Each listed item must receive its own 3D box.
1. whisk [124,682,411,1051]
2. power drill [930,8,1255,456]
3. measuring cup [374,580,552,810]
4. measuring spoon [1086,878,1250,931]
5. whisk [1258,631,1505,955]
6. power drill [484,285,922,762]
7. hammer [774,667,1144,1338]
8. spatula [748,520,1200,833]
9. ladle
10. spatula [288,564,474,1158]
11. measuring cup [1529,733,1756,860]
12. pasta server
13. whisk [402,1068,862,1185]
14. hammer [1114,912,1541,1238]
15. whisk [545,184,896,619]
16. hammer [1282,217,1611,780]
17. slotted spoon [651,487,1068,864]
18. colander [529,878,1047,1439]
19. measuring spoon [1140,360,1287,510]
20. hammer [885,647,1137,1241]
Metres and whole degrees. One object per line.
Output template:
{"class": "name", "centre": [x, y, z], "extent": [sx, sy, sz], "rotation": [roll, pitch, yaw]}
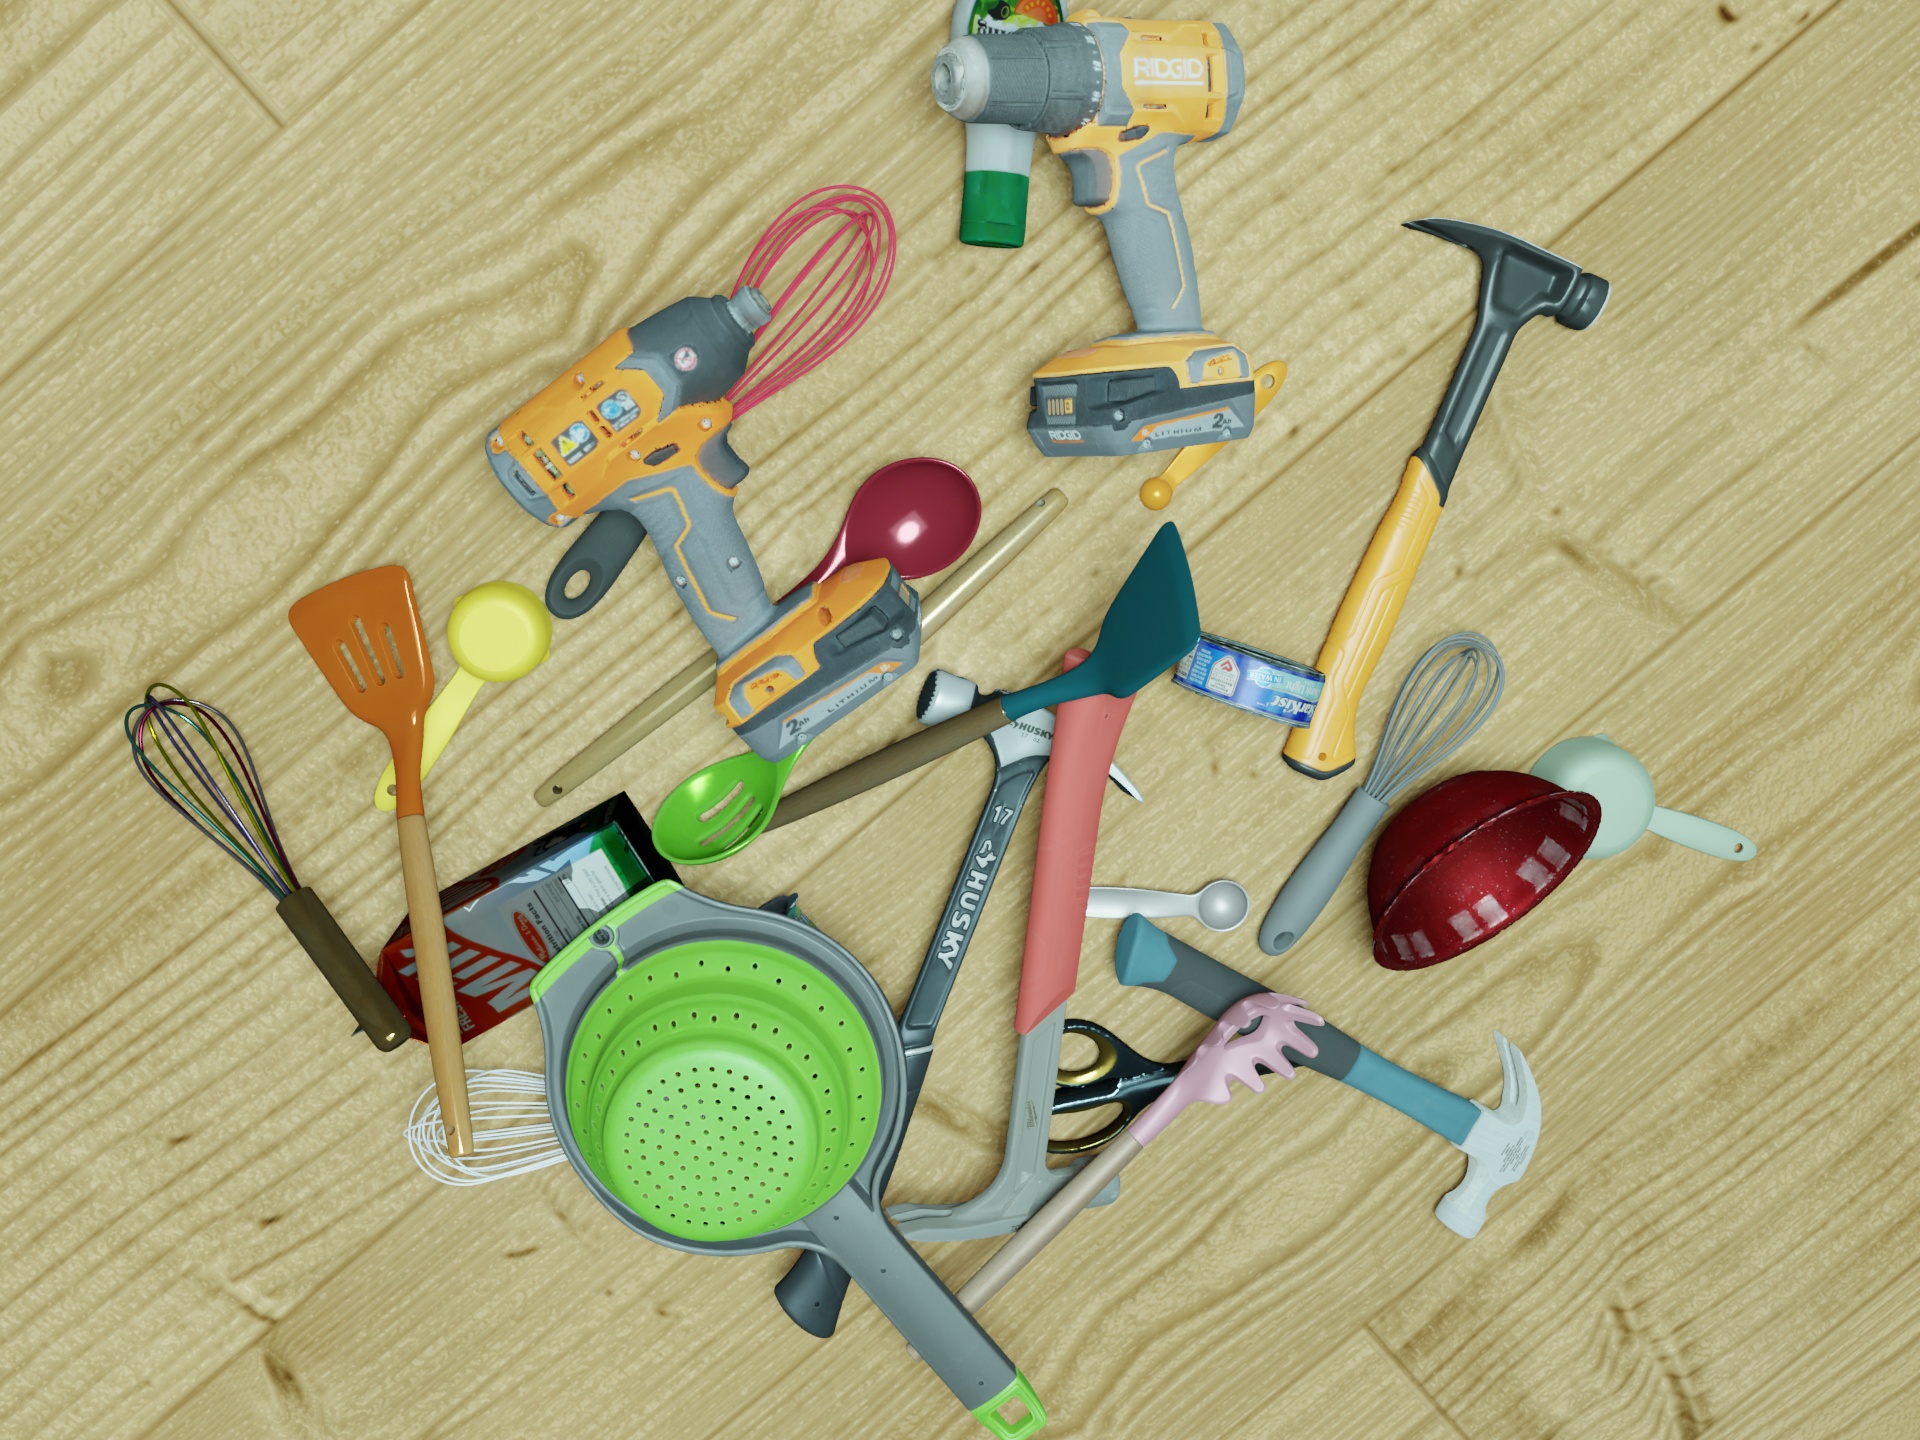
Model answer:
{"class": "whisk", "centre": [-0.378, 0.079, 0.871], "extent": [0.047, 0.051, 0.245], "rotation": [-39, 84, 9]}
{"class": "power drill", "centre": [0.074, -0.256, 0.846], "extent": [0.185, 0.084, 0.226], "rotation": [-14, 105, -33]}
{"class": "measuring cup", "centre": [-0.291, -0.009, 0.908], "extent": [0.062, 0.029, 0.156], "rotation": [34, 95, -13]}
{"class": "measuring spoon", "centre": [0.119, 0.112, 0.999], "extent": [0.124, 0.018, 0.034], "rotation": [2, 104, -1]}
{"class": "whisk", "centre": [0.257, 0.049, 0.986], "extent": [0.055, 0.055, 0.239], "rotation": [30, 102, -13]}
{"class": "power drill", "centre": [-0.116, -0.107, 0.841], "extent": [0.164, 0.084, 0.226], "rotation": [-35, 108, 13]}
{"class": "hammer", "centre": [-0.020, 0.182, 0.961], "extent": [0.149, 0.036, 0.409], "rotation": [20, 94, -16]}
{"class": "spatula", "centre": [-0.001, -0.003, 0.881], "extent": [0.317, 0.082, 0.044], "rotation": [-26, 142, 25]}
{"class": "ladle", "centre": [-0.122, -0.046, 0.924], "extent": [0.315, 0.031, 0.069], "rotation": [-37, 106, 4]}
{"class": "spatula", "centre": [-0.302, 0.076, 0.866], "extent": [0.081, 0.041, 0.323], "rotation": [-18, 75, 14]}
{"class": "measuring cup", "centre": [0.443, 0.065, 1.013], "extent": [0.167, 0.038, 0.083], "rotation": [18, 100, -9]}
{"class": "pasta server", "centre": [0.089, 0.273, 0.951], "extent": [0.316, 0.040, 0.060], "rotation": [-43, 122, -3]}
{"class": "whisk", "centre": [-0.189, 0.239, 0.965], "extent": [0.284, 0.070, 0.070], "rotation": [-2, 103, -11]}
{"class": "hammer", "centre": [0.235, 0.212, 1.012], "extent": [0.330, 0.033, 0.128], "rotation": [29, 95, -16]}
{"class": "whisk", "centre": [-0.138, -0.171, 0.881], "extent": [0.073, 0.073, 0.296], "rotation": [38, 101, -13]}
{"class": "hammer", "centre": [0.264, -0.125, 0.951], "extent": [0.127, 0.034, 0.337], "rotation": [19, 99, -12]}
{"class": "slotted spoon", "centre": [-0.054, -0.026, 0.930], "extent": [0.314, 0.070, 0.031], "rotation": [-43, 140, -1]}
{"class": "colander", "centre": [-0.080, 0.273, 0.871], "extent": [0.204, 0.094, 0.397], "rotation": [-38, 99, 5]}
{"class": "measuring spoon", "centre": [0.151, -0.168, 0.938], "extent": [0.021, 0.011, 0.117], "rotation": [44, 94, -14]}
{"class": "hammer", "centre": [0.045, 0.136, 0.930], "extent": [0.149, 0.037, 0.359], "rotation": [-1, 107, -26]}
